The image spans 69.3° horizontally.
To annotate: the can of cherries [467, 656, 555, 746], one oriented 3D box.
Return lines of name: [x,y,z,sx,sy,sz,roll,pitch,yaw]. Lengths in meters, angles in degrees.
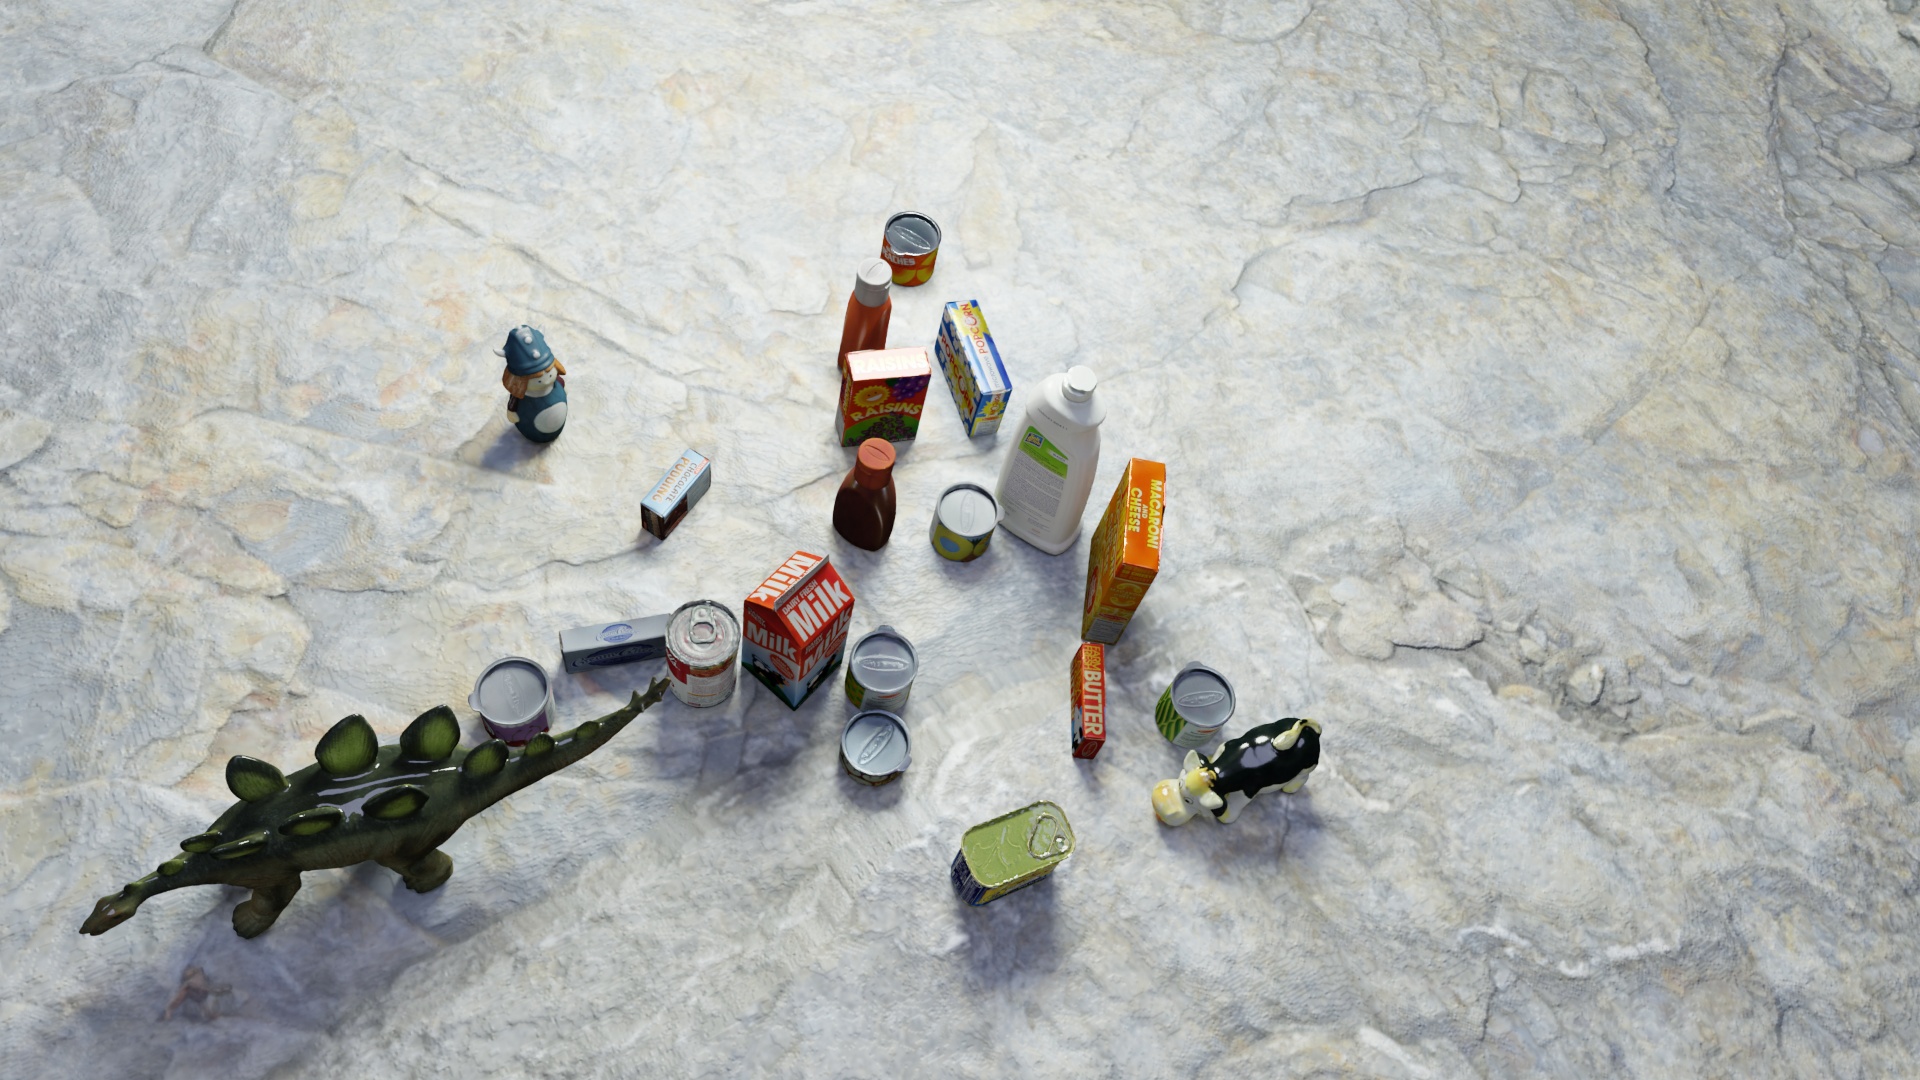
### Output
can of cherries: [-0.407,0.147,1.264,0.071,0.058,0.072,5,60,-8]

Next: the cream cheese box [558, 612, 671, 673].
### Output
cream cheese box: [-0.323,0.097,1.311,0.104,0.053,0.024,-9,63,-15]

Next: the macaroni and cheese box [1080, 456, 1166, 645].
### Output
macaroni and cheese box: [0.163,0.013,1.386,0.040,0.165,0.124,11,60,-4]

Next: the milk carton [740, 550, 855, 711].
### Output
milk carton: [-0.151,0.077,1.276,0.073,0.189,0.072,39,61,12]

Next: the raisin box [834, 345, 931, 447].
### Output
raisin box: [-0.082,-0.151,1.458,0.086,0.122,0.040,-7,63,-14]

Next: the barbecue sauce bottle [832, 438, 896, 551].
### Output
barbecue sauce bottle: [-0.092,-0.047,1.382,0.065,0.147,0.044,33,60,8]

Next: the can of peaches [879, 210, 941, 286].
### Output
can of peaches: [-0.060,-0.335,1.605,0.071,0.057,0.071,5,60,-8]

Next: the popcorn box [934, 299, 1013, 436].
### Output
popcorn box: [0.013,-0.188,1.520,0.038,0.084,0.127,-12,64,-17]

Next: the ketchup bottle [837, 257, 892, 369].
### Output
ketchup bottle: [-0.099,-0.242,1.492,0.043,0.148,0.065,32,60,8]

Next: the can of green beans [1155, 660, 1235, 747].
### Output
can of green beans: [0.232,0.165,1.376,0.071,0.057,0.071,5,60,-8]

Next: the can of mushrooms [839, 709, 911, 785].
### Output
can of mushrooms: [-0.079,0.198,1.312,0.071,0.033,0.071,5,60,-8]

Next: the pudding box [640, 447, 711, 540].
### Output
pudding box: [-0.287,-0.047,1.402,0.030,0.049,0.084,31,60,7]

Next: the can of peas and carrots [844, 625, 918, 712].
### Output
can of peas and carrots: [-0.077,0.126,1.339,0.071,0.058,0.071,5,60,-8]

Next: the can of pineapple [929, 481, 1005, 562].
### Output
can of pineapple: [0.005,-0.018,1.437,0.071,0.057,0.071,5,60,-8]

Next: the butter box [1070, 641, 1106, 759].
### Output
butter box: [0.125,0.157,1.363,0.024,0.053,0.104,6,60,-7]
